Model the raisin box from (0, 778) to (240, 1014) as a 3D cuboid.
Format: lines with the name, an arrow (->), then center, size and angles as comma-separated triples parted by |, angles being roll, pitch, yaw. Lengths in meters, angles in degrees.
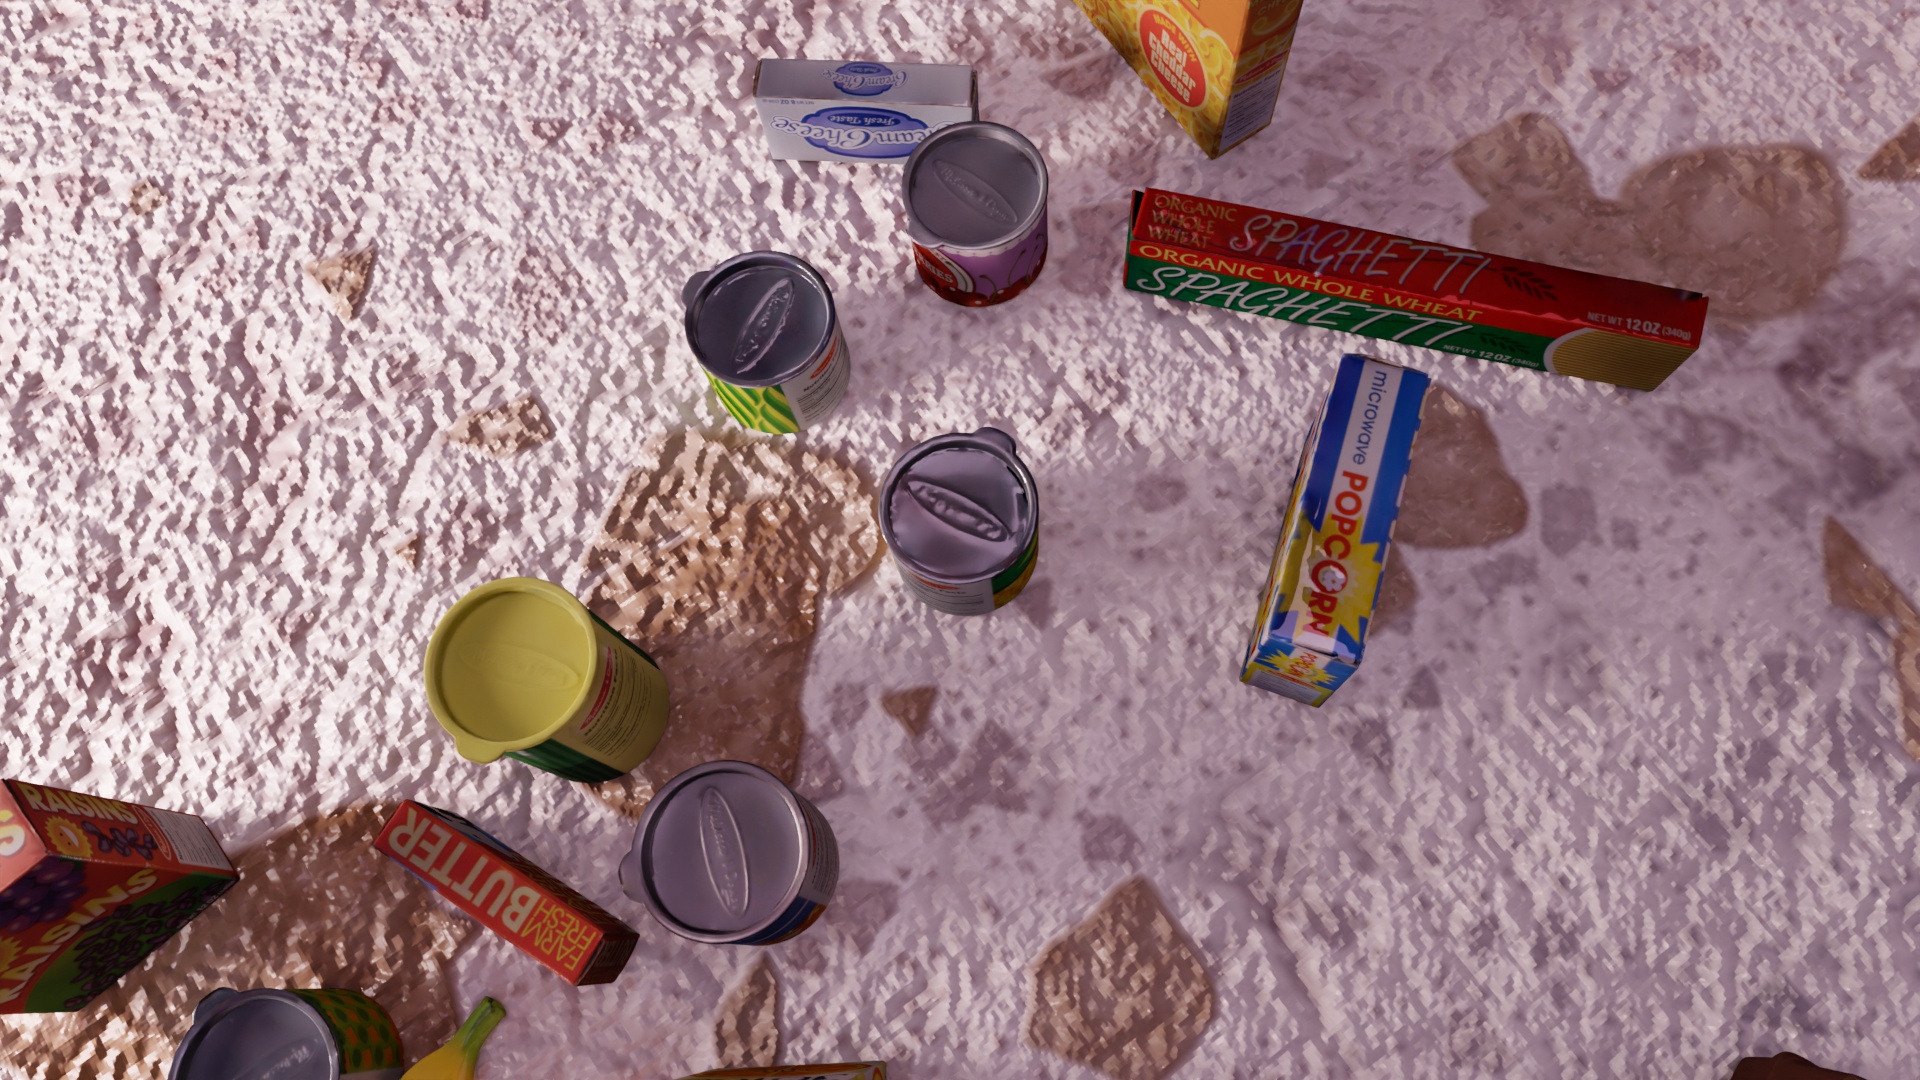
raisin box -> -0.355, 0.140, 0.536 | 0.086, 0.123, 0.040 | -40, 75, -9

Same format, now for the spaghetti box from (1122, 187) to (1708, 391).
spaghetti box -> 0.197, -0.113, 0.626 | 0.250, 0.050, 0.029 | 13, 74, 7

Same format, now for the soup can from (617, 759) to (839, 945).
soup can -> -0.088, 0.126, 0.547 | 0.071, 0.083, 0.071 | -1, 72, 3

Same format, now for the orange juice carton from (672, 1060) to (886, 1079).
orange juice carton -> -0.069, 0.217, 0.460 | 0.073, 0.192, 0.072 | -3, 73, 2

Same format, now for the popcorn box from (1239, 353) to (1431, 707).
popcorn box -> 0.154, -0.003, 0.574 | 0.038, 0.085, 0.127 | 17, 74, 8

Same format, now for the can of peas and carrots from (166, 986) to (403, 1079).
can of peas and carrots -> -0.263, 0.207, 0.543 | 0.071, 0.058, 0.071 | -1, 72, 3

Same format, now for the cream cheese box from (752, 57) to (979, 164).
cream cheese box -> -0.043, -0.205, 0.667 | 0.104, 0.053, 0.024 | 3, 73, 4

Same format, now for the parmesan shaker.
parmesan shaker -> -0.164, 0.062, 0.561 | 0.071, 0.102, 0.071 | -1, 73, 3

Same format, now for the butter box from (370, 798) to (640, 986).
butter box -> -0.182, 0.143, 0.563 | 0.103, 0.053, 0.024 | 30, 77, 12

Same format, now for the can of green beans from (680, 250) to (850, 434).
can of green beans -> -0.086, -0.088, 0.630 | 0.071, 0.057, 0.071 | -1, 72, 3

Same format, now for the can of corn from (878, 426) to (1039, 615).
can of corn -> 0.002, -0.008, 0.598 | 0.071, 0.058, 0.071 | -1, 72, 3

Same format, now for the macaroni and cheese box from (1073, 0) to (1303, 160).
macaroni and cheese box -> 0.100, -0.266, 0.620 | 0.040, 0.166, 0.124 | -34, 74, -7

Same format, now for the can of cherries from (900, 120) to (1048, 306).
can of cherries -> 0.006, -0.148, 0.644 | 0.071, 0.058, 0.071 | -1, 72, 3
